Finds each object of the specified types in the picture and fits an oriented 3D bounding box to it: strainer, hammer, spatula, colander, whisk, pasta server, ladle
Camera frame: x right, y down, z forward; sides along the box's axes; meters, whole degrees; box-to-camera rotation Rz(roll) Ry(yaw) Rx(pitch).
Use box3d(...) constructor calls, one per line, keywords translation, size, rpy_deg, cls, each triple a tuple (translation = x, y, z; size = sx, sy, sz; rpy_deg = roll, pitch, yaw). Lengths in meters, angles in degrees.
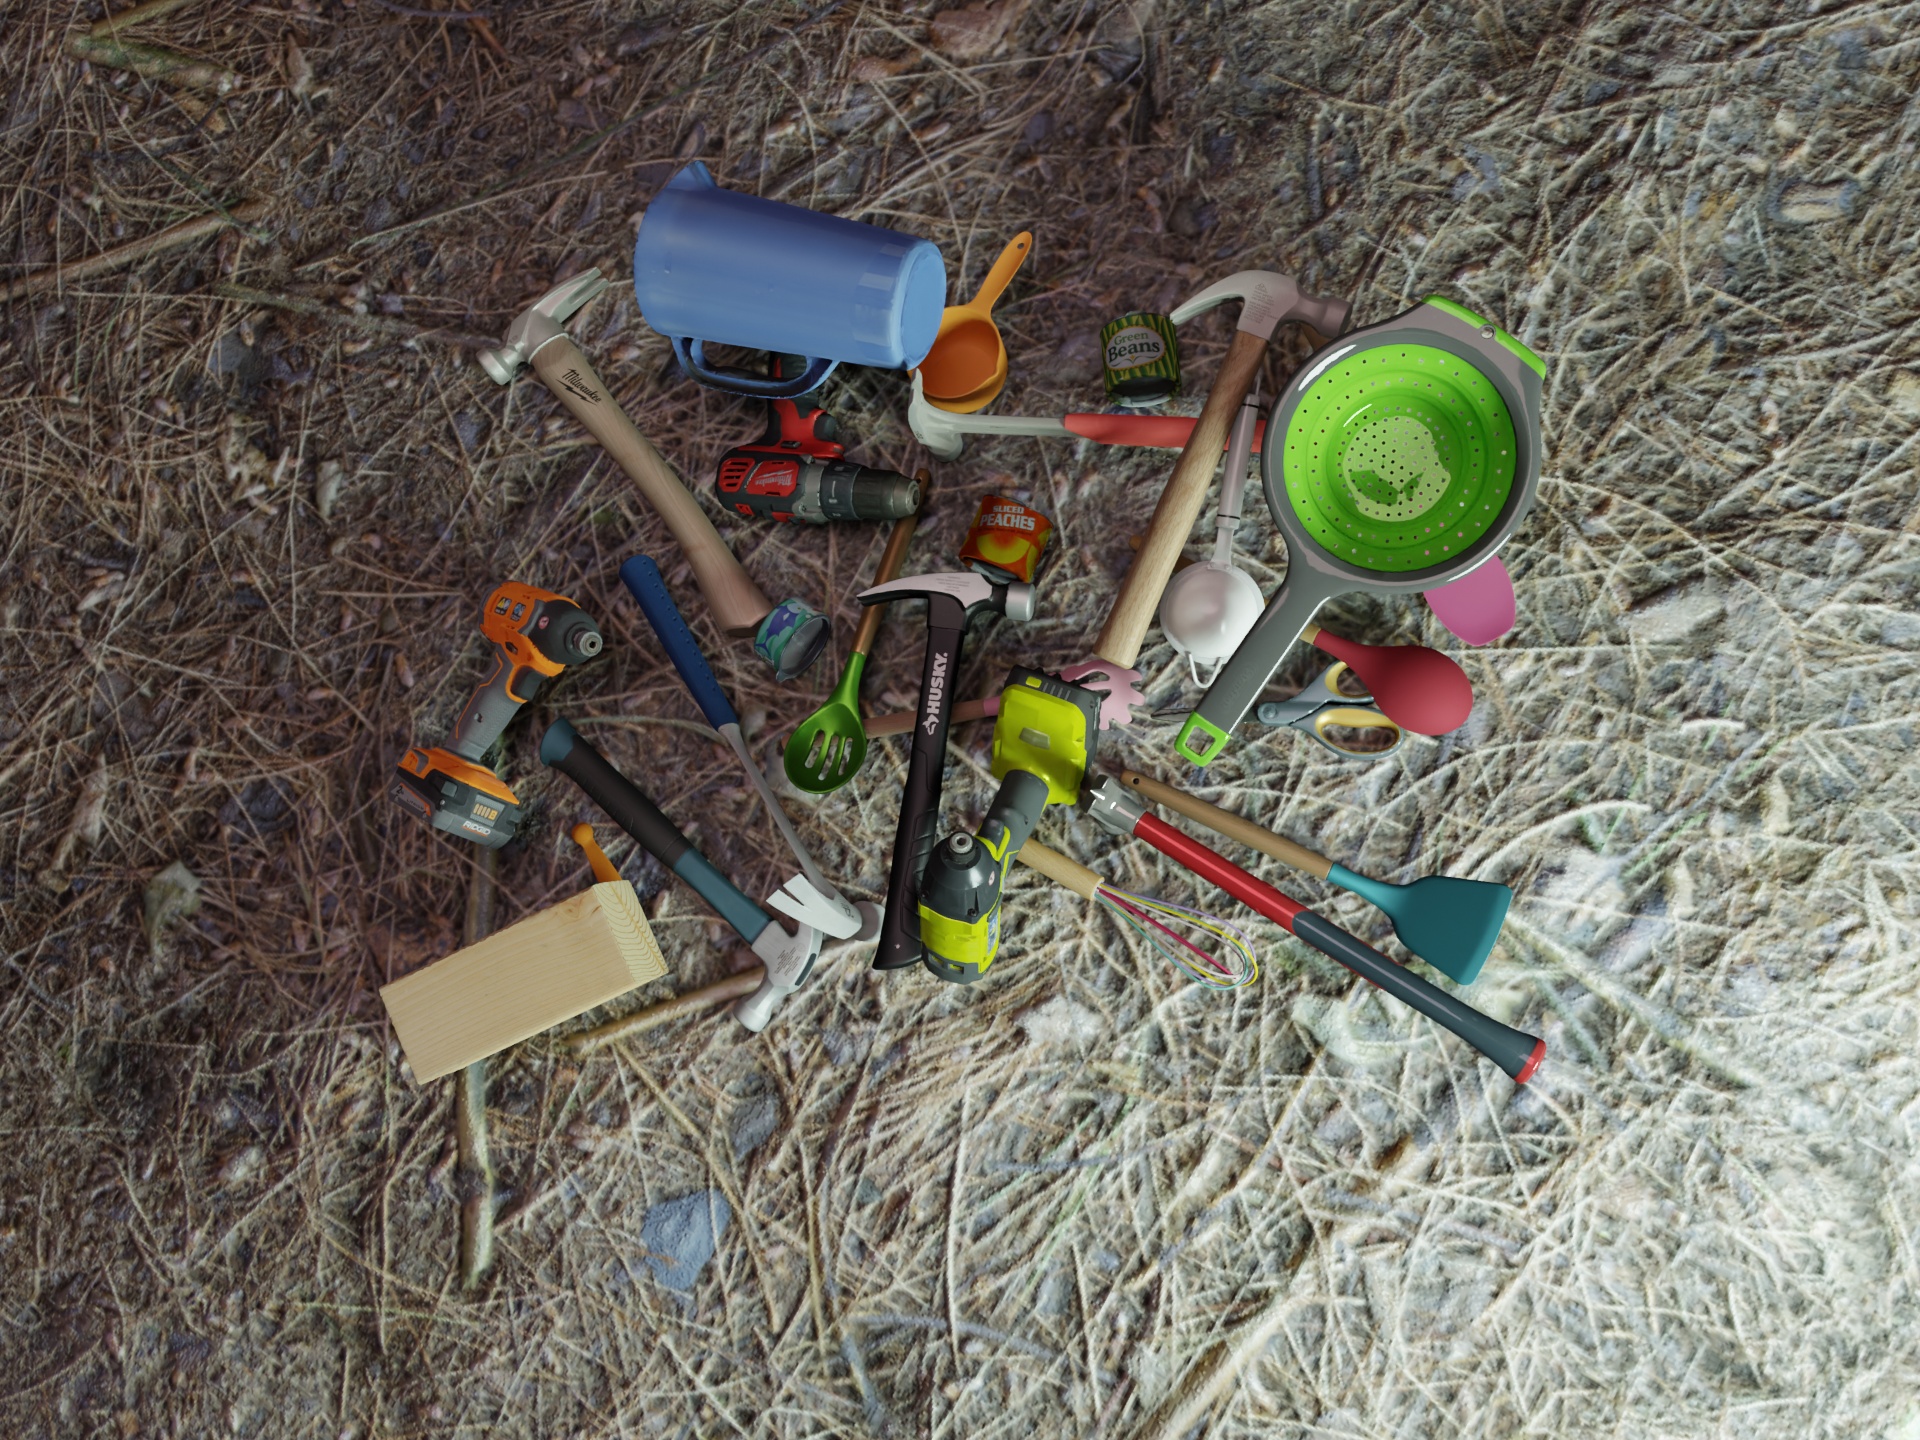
box3d(translation=(0.214, -0.153, 1.289), size=(0.087, 0.050, 0.258), rpy_deg=(10, 95, 15), cls="strainer")
box3d(translation=(-0.034, 0.039, 1.309), size=(0.146, 0.035, 0.335), rpy_deg=(7, 81, 9), cls="hammer")
box3d(translation=(-0.250, 0.113, 1.381), size=(0.331, 0.033, 0.128), rpy_deg=(40, 89, 18), cls="hammer")
box3d(translation=(0.268, 0.105, 1.256), size=(0.318, 0.044, 0.082), rpy_deg=(24, 87, 18), cls="spatula")
box3d(translation=(-0.195, 0.014, 1.354), size=(0.035, 0.144, 0.406), rpy_deg=(-38, 65, 11), cls="hammer")
box3d(translation=(0.294, -0.136, 1.252), size=(0.204, 0.094, 0.397), rpy_deg=(35, 103, 6), cls="colander")
box3d(translation=(0.183, -0.199, 1.265), size=(0.130, 0.031, 0.331), rpy_deg=(25, 94, 16), cls="hammer")
box3d(translation=(0.128, 0.150, 1.282), size=(0.245, 0.047, 0.051), rpy_deg=(28, 73, 22), cls="whisk")
box3d(translation=(0.137, -0.247, 1.331), size=(0.359, 0.149, 0.037), rpy_deg=(4, 81, 8), cls="hammer")
box3d(translation=(0.262, 0.155, 1.206), size=(0.386, 0.143, 0.038), rpy_deg=(31, 89, 14), cls="hammer")
box3d(translation=(-0.002, -0.004, 1.356), size=(0.316, 0.040, 0.060), rpy_deg=(-10, 75, 15), cls="pasta server")
box3d(translation=(0.270, -0.081, 1.298), size=(0.316, 0.031, 0.069), rpy_deg=(31, 82, 24), cls="ladle")
box3d(translation=(-0.288, -0.244, 1.473), size=(0.146, 0.038, 0.411), rpy_deg=(-39, 72, 1), cls="hammer")

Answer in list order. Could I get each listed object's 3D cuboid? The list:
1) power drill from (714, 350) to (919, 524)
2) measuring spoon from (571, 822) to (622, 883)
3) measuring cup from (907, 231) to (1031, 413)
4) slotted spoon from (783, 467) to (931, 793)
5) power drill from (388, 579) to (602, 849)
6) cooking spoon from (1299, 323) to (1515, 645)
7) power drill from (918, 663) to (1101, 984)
box3d(translation=(-0.112, -0.283, 1.416), size=(0.188, 0.080, 0.227), rpy_deg=(8, 82, 20), cls="power drill")
box3d(translation=(-0.312, 0.138, 1.401), size=(0.021, 0.011, 0.117), rpy_deg=(-35, 72, 3), cls="measuring spoon")
box3d(translation=(0.020, -0.353, 1.419), size=(0.095, 0.052, 0.173), rpy_deg=(29, 83, 18), cls="measuring cup")
box3d(translation=(-0.078, -0.079, 1.376), size=(0.070, 0.031, 0.314), rpy_deg=(14, 74, 15), cls="slotted spoon")
box3d(translation=(-0.398, -0.008, 1.394), size=(0.164, 0.084, 0.226), rpy_deg=(17, 80, 46), cls="power drill")
box3d(translation=(0.355, -0.205, 1.297), size=(0.069, 0.017, 0.319), rpy_deg=(-28, 83, -1), cls="cooking spoon")
box3d(translation=(0.033, 0.073, 1.224), size=(0.080, 0.171, 0.223), rpy_deg=(19, 56, 13), cls="power drill")
